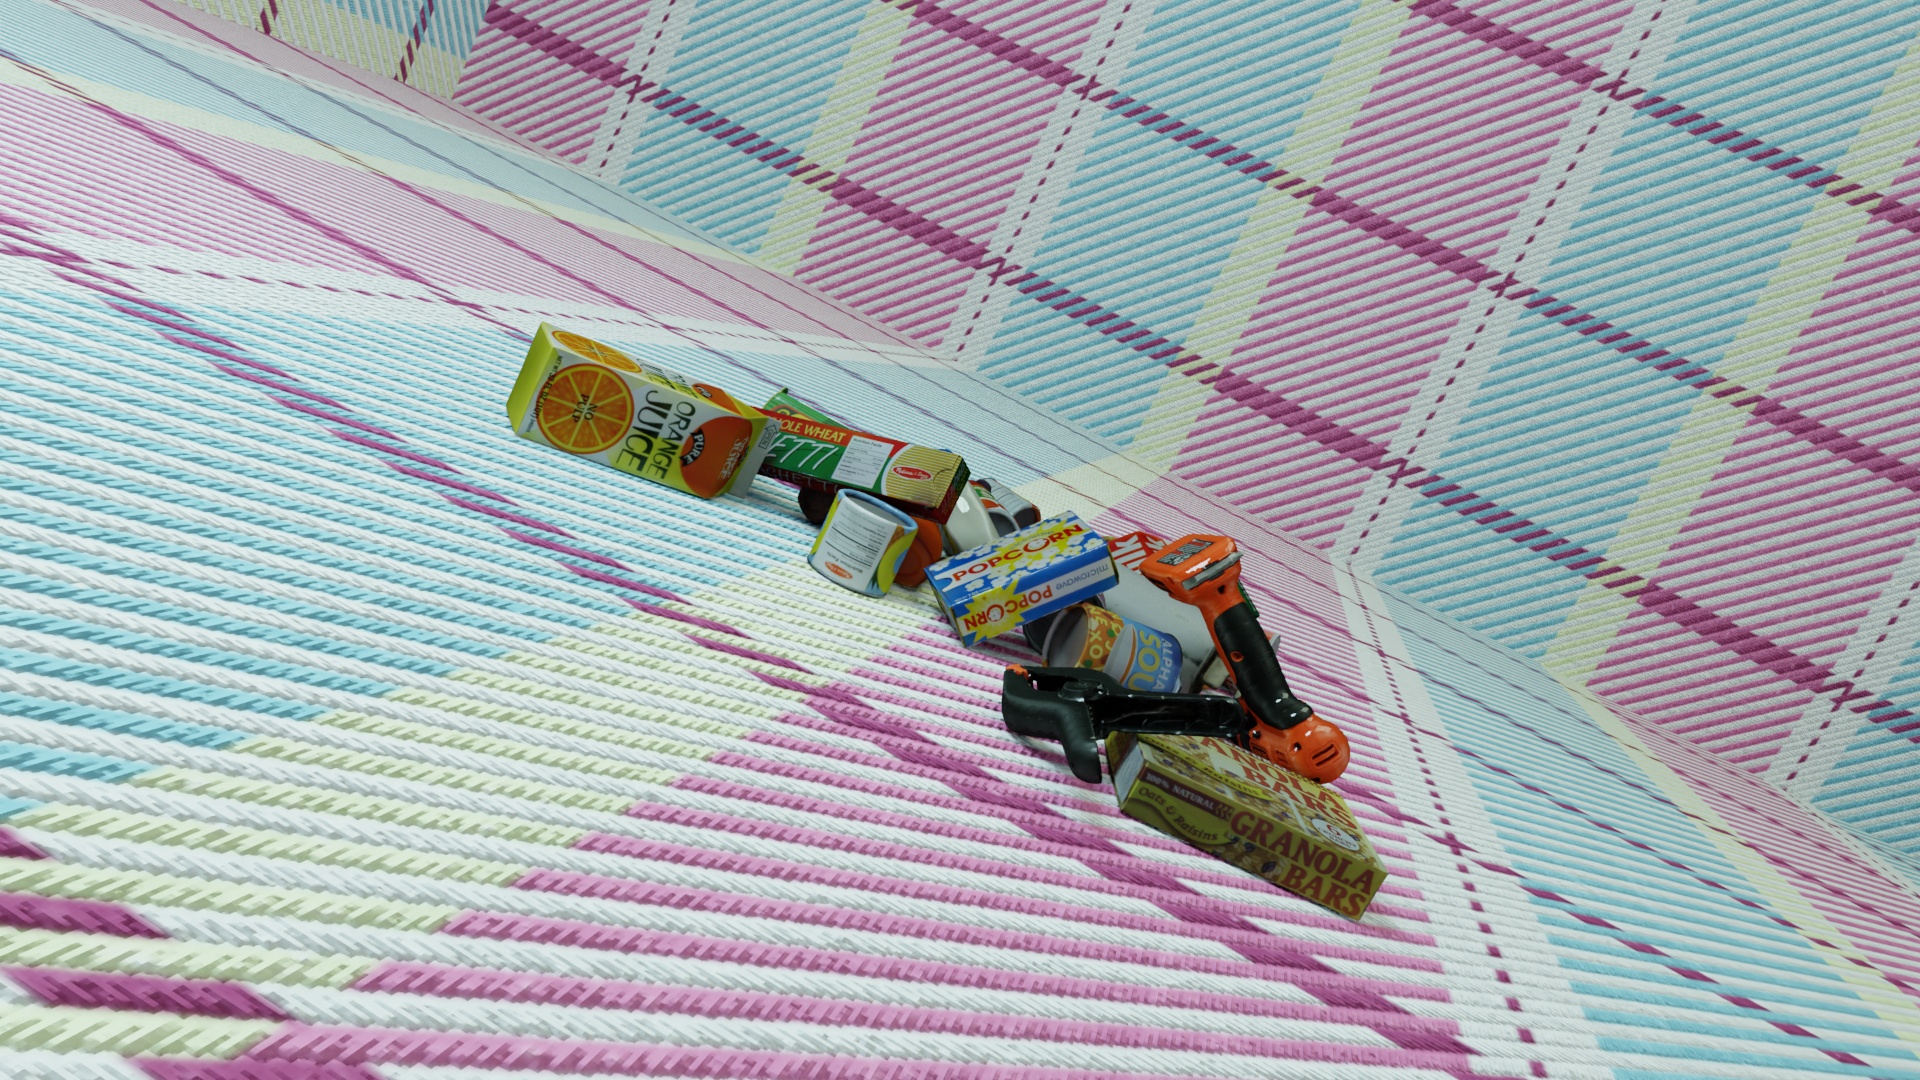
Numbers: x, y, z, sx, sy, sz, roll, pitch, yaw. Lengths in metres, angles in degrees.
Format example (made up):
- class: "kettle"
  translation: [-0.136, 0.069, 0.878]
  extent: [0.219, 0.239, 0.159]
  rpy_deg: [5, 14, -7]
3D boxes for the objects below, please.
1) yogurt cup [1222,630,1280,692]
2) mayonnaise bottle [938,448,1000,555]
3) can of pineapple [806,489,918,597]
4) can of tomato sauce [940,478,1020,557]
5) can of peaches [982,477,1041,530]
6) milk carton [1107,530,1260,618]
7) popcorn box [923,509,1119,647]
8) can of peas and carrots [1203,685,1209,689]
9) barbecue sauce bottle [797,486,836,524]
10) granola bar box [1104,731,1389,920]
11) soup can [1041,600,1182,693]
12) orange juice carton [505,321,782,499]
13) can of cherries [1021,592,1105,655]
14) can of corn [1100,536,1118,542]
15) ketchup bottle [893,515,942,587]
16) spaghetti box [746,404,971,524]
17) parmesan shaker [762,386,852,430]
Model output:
- class: "yogurt cup"
  translation: [0.259, 0.109, 1.286]
  extent: [0.054, 0.072, 0.072]
  rpy_deg: [22, 9, 21]
- class: "mayonnaise bottle"
  translation: [0.004, -0.015, 1.164]
  extent: [0.064, 0.041, 0.149]
  rpy_deg: [67, -2, -52]
- class: "can of pineapple"
  translation: [-0.072, 0.001, 1.030]
  extent: [0.071, 0.057, 0.071]
  rpy_deg: [26, 11, -5]
- class: "can of tomato sauce"
  translation: [0.014, -0.013, 1.259]
  extent: [0.071, 0.071, 0.083]
  rpy_deg: [22, 12, -24]
- class: "can of peaches"
  translation: [0.037, -0.018, 1.348]
  extent: [0.058, 0.071, 0.071]
  rpy_deg: [33, 13, 32]
- class: "milk carton"
  translation: [0.191, 0.049, 1.320]
  extent: [0.190, 0.073, 0.072]
  rpy_deg: [17, 39, -42]
- class: "popcorn box"
  translation: [0.045, 0.026, 1.040]
  extent: [0.127, 0.038, 0.085]
  rpy_deg: [-22, 23, -7]
- class: "can of peas and carrots"
  translation: [0.210, 0.090, 1.238]
  extent: [0.071, 0.070, 0.059]
  rpy_deg: [19, 14, -34]
- class: "barbecue sauce bottle"
  translation: [-0.076, -0.043, 1.188]
  extent: [0.044, 0.064, 0.149]
  rpy_deg: [54, 22, 14]
- class: "granola bar box"
  translation: [0.176, 0.167, 0.888]
  extent: [0.165, 0.039, 0.124]
  rpy_deg: [26, 12, -4]
- class: "soup can"
  translation: [0.113, 0.088, 1.031]
  extent: [0.084, 0.071, 0.071]
  rpy_deg: [21, 12, -23]
- class: "orange juice carton"
  translation: [-0.233, -0.090, 1.043]
  extent: [0.193, 0.071, 0.073]
  rpy_deg: [20, 13, -30]
- class: "can of cherries"
  translation: [0.084, 0.055, 1.105]
  extent: [0.071, 0.071, 0.058]
  rpy_deg: [27, 10, 2]
- class: "can of corn"
  translation: [0.161, 0.029, 1.402]
  extent: [0.071, 0.071, 0.058]
  rpy_deg: [35, 14, 36]
- class: "ketchup bottle"
  translation: [-0.043, -0.002, 1.145]
  extent: [0.065, 0.043, 0.149]
  rpy_deg: [36, 11, 0]
- class: "spaghetti box"
  translation: [-0.110, -0.067, 1.103]
  extent: [0.250, 0.050, 0.028]
  rpy_deg: [15, -23, 28]
- class: "parmesan shaker"
  translation: [-0.130, -0.084, 1.248]
  extent: [0.103, 0.071, 0.071]
  rpy_deg: [28, 11, 8]
